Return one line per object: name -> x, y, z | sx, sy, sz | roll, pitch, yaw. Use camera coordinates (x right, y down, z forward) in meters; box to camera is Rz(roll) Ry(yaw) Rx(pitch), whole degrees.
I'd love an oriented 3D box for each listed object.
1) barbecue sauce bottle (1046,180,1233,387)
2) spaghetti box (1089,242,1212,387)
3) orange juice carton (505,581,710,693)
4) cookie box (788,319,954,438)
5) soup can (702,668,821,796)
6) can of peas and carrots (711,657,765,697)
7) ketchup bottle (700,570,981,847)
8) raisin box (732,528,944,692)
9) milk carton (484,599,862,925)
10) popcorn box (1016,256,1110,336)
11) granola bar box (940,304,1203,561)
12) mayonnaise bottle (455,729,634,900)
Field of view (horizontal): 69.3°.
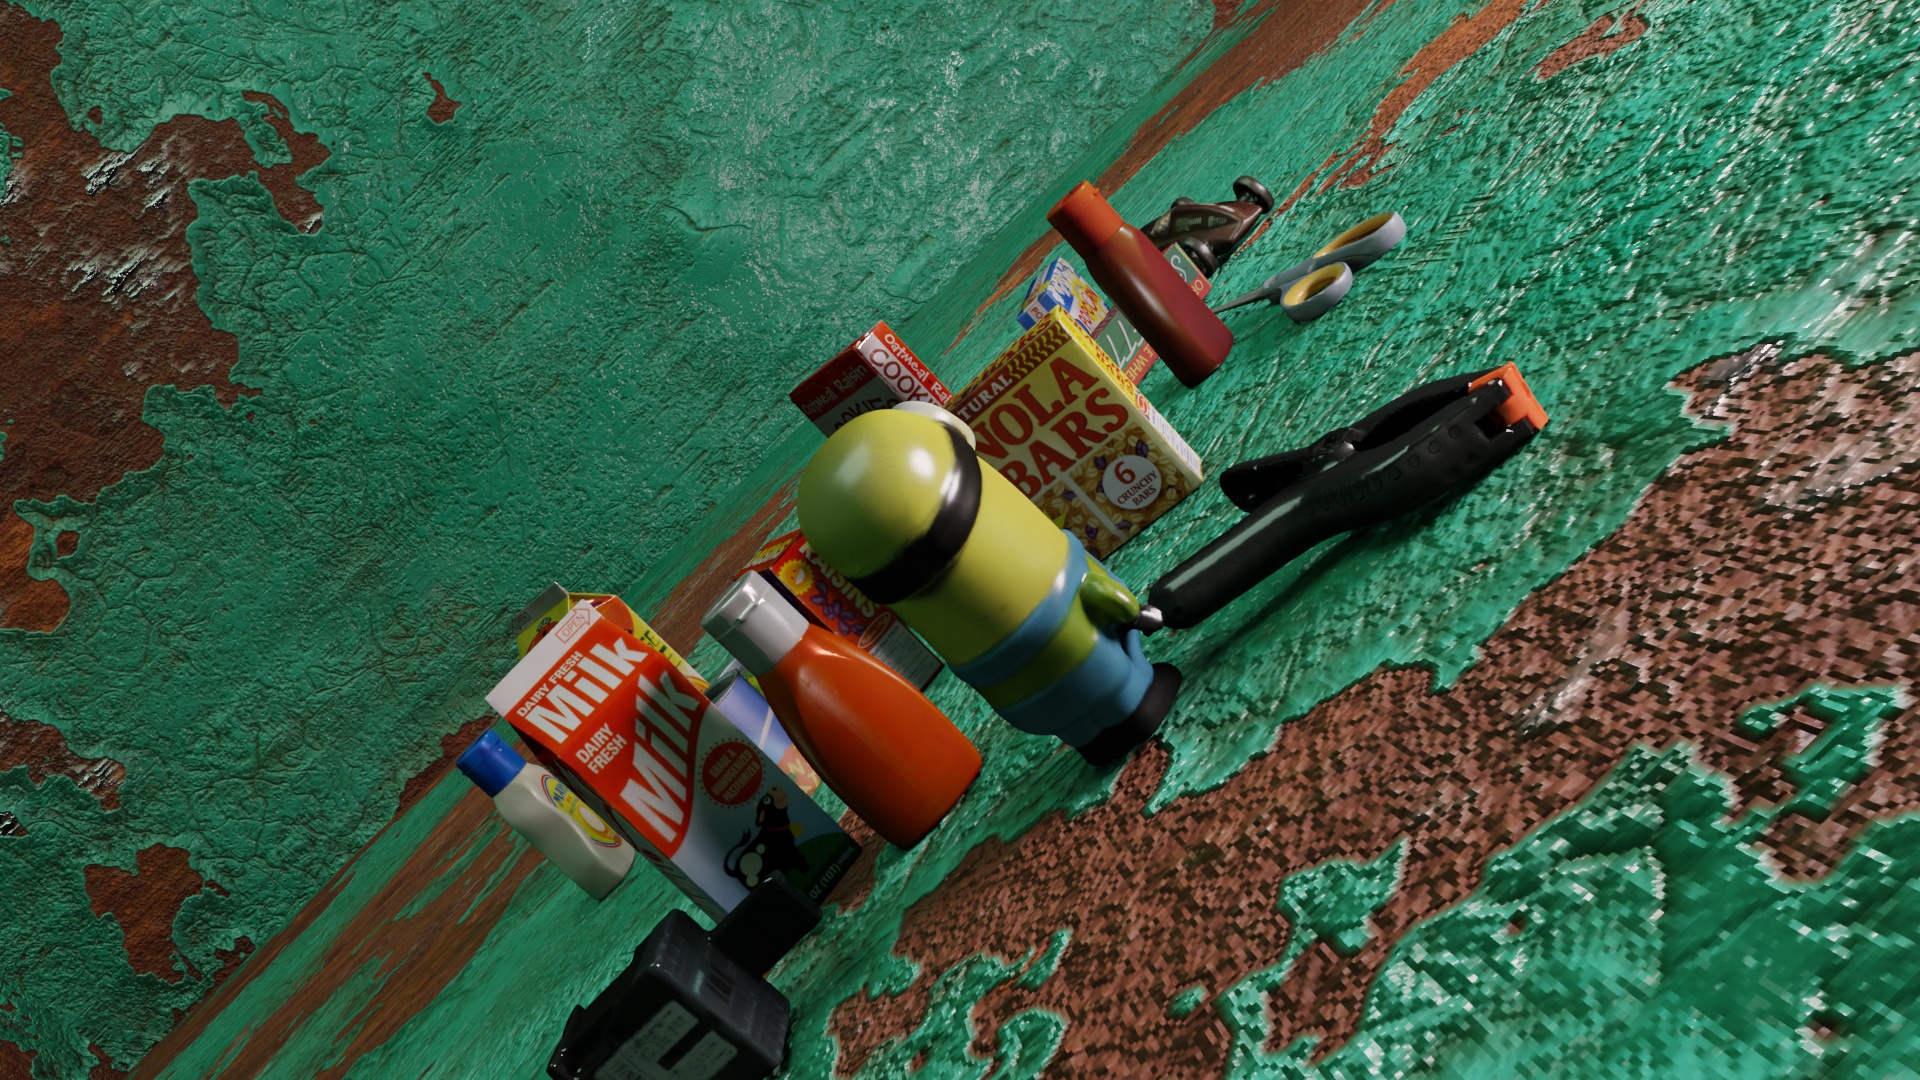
barbecue sauce bottle -> 0.120, -0.173, 0.926 | 0.043, 0.148, 0.065 | -37, 14, 31
spaghetti box -> 0.113, -0.132, 1.042 | 0.251, 0.050, 0.028 | -52, 14, -31
orange juice carton -> -0.271, 0.116, 1.103 | 0.071, 0.192, 0.073 | -37, 14, 31
cookie box -> -0.045, -0.083, 1.103 | 0.040, 0.167, 0.122 | -51, 14, -31
soup can -> -0.135, 0.135, 0.871 | 0.071, 0.083, 0.071 | -41, 13, 12
can of peas and carrots -> -0.145, 0.112, 1.032 | 0.071, 0.058, 0.071 | -41, 13, 12
ketchup bottle -> -0.060, 0.078, 0.671 | 0.065, 0.148, 0.043 | -47, 13, -14
raisin box -> -0.078, 0.051, 0.874 | 0.040, 0.123, 0.086 | -49, 13, -21
milk carton -> -0.149, 0.121, 0.713 | 0.072, 0.190, 0.073 | -50, 13, -24
popcorn box -> 0.096, -0.189, 1.197 | 0.038, 0.085, 0.127 | -39, 13, 23
granola bar box -> 0.036, -0.034, 0.794 | 0.165, 0.124, 0.039 | -39, 13, 21
mayonnaise bottle -> -0.312, 0.204, 1.047 | 0.041, 0.148, 0.065 | -43, 12, 4
